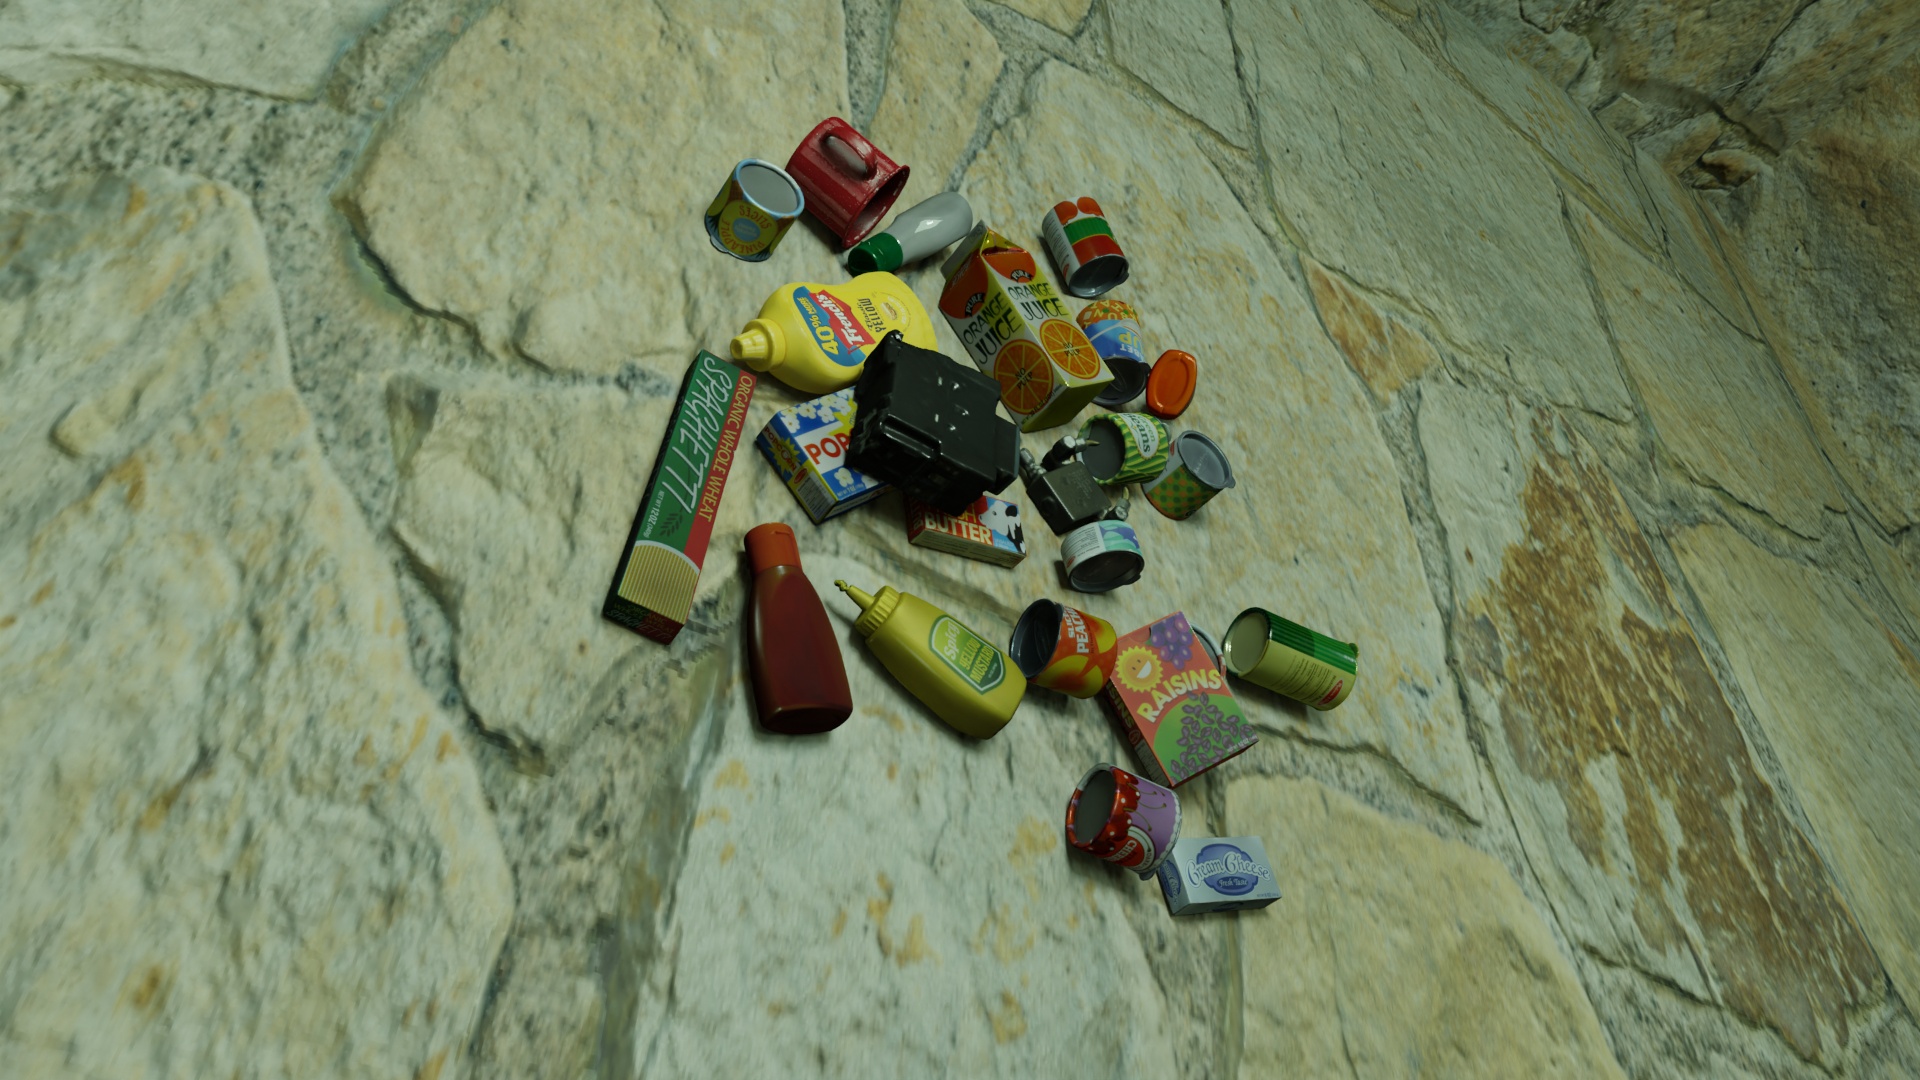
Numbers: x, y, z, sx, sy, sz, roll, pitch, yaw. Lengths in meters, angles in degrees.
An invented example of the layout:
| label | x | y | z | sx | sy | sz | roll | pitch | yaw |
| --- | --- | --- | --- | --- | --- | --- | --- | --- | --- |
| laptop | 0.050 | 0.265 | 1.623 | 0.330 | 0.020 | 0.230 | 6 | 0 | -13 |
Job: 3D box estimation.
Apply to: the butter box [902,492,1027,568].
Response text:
| label | x | y | z | sx | sy | sz | roll | pitch | yaw |
| --- | --- | --- | --- | --- | --- | --- | --- | --- | --- |
| butter box | 0.004 | -0.014 | 1.128 | 0.103 | 0.024 | 0.053 | 15 | 50 | -31 |

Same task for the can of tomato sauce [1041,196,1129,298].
| label | x | y | z | sx | sy | sz | roll | pitch | yaw |
| --- | --- | --- | --- | --- | --- | --- | --- | --- | --- |
| can of tomato sauce | 0.130 | -0.305 | 1.440 | 0.071 | 0.071 | 0.083 | 2 | 56 | -39 |

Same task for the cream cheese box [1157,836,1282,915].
| label | x | y | z | sx | sy | sz | roll | pitch | yaw |
| --- | --- | --- | --- | --- | --- | --- | --- | --- | --- |
| cream cheese box | 0.196 | 0.256 | 1.066 | 0.104 | 0.024 | 0.053 | 7 | 52 | -36 |

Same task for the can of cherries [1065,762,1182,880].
| label | x | y | z | sx | sy | sz | roll | pitch | yaw |
| --- | --- | --- | --- | --- | --- | --- | --- | --- | --- |
| can of cherries | 0.118 | 0.204 | 1.011 | 0.058 | 0.071 | 0.072 | 26 | 44 | -21 |

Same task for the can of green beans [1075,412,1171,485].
| label | x | y | z | sx | sy | sz | roll | pitch | yaw |
| --- | --- | --- | --- | --- | --- | --- | --- | --- | --- |
| can of green beans | 0.148 | -0.084 | 1.274 | 0.058 | 0.071 | 0.071 | -5 | 61 | -42 |

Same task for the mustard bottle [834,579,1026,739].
| label | x | y | z | sx | sy | sz | roll | pitch | yaw |
| --- | --- | --- | --- | --- | --- | --- | --- | --- | --- |
| mustard bottle | -0.027 | 0.077 | 1.007 | 0.160 | 0.048 | 0.066 | 38 | 39 | -9 |

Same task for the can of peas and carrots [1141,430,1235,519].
| label | x | y | z | sx | sy | sz | roll | pitch | yaw |
| --- | --- | --- | --- | --- | --- | --- | --- | --- | --- |
| can of peas and carrots | 0.215 | -0.060 | 1.316 | 0.071 | 0.058 | 0.071 | 23 | 46 | -25 |

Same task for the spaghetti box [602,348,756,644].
| label | x | y | z | sx | sy | sz | roll | pitch | yaw |
| --- | --- | --- | --- | --- | --- | --- | --- | --- | --- |
| spaghetti box | -0.194 | -0.039 | 0.980 | 0.050 | 0.028 | 0.251 | 28 | 44 | -21 |

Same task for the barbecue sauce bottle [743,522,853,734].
| label | x | y | z | sx | sy | sz | roll | pitch | yaw |
| --- | --- | --- | --- | --- | --- | --- | --- | --- | --- |
| barbecue sauce bottle | -0.118 | 0.058 | 0.952 | 0.065 | 0.043 | 0.149 | 8 | 52 | -36 |

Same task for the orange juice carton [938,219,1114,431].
| label | x | y | z | sx | sy | sz | roll | pitch | yaw |
| --- | --- | --- | --- | --- | --- | --- | --- | --- | --- |
| orange juice carton | 0.050 | -0.200 | 1.284 | 0.073 | 0.071 | 0.193 | -17 | 70 | -47 |

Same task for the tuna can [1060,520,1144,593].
| label | x | y | z | sx | sy | sz | roll | pitch | yaw |
| --- | --- | --- | --- | --- | --- | --- | --- | --- | --- |
| tuna can | 0.121 | 0.014 | 1.171 | 0.071 | 0.070 | 0.033 | 11 | 51 | -34 |

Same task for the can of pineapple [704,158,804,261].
| label | x | y | z | sx | sy | sz | roll | pitch | yaw |
| --- | --- | --- | --- | --- | --- | --- | --- | --- | --- |
| can of pineapple | -0.174 | -0.278 | 1.171 | 0.071 | 0.057 | 0.071 | 22 | 46 | -25 |

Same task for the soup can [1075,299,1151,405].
| label | x | y | z | sx | sy | sz | roll | pitch | yaw |
| --- | --- | --- | --- | --- | --- | --- | --- | --- | --- |
| soup can | 0.148 | -0.184 | 1.353 | 0.071 | 0.071 | 0.084 | 22 | 46 | -25 |

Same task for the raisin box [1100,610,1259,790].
| label | x | y | z | sx | sy | sz | roll | pitch | yaw |
| --- | --- | --- | --- | --- | --- | --- | --- | --- | --- |
| raisin box | 0.167 | 0.129 | 1.110 | 0.086 | 0.040 | 0.123 | -23 | 71 | -17 |

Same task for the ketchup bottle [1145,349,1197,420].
| label | x | y | z | sx | sy | sz | roll | pitch | yaw |
| --- | --- | --- | --- | --- | --- | --- | --- | --- | --- |
| ketchup bottle | 0.204 | -0.147 | 1.341 | 0.043 | 0.064 | 0.149 | 20 | 5 | 8 |

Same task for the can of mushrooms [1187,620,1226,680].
| label | x | y | z | sx | sy | sz | roll | pitch | yaw |
| --- | --- | --- | --- | --- | --- | --- | --- | --- | --- |
| can of mushrooms | 0.190 | 0.104 | 1.179 | 0.071 | 0.033 | 0.071 | 23 | 45 | -25 |

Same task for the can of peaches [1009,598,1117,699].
| label | x | y | z | sx | sy | sz | roll | pitch | yaw |
| --- | --- | --- | --- | --- | --- | --- | --- | --- | --- |
| can of peaches | 0.081 | 0.083 | 1.077 | 0.058 | 0.071 | 0.071 | 22 | 46 | -27 |

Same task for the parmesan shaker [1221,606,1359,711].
| label | x | y | z | sx | sy | sz | roll | pitch | yaw |
| --- | --- | --- | --- | --- | --- | --- | --- | --- | --- |
| parmesan shaker | 0.294 | 0.103 | 1.238 | 0.103 | 0.071 | 0.072 | 23 | 45 | -24 |

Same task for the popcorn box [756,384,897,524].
| label | x | y | z | sx | sy | sz | roll | pitch | yaw |
| --- | --- | --- | --- | --- | --- | --- | --- | --- | --- |
| popcorn box | -0.087 | -0.072 | 1.089 | 0.127 | 0.038 | 0.085 | -27 | 77 | -48 |

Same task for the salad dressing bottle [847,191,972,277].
| label | x | y | z | sx | sy | sz | roll | pitch | yaw |
| --- | --- | --- | --- | --- | --- | --- | --- | --- | --- |
| salad dressing bottle | -0.046 | -0.279 | 1.283 | 0.148 | 0.064 | 0.043 | -41 | 131 | -43 |
